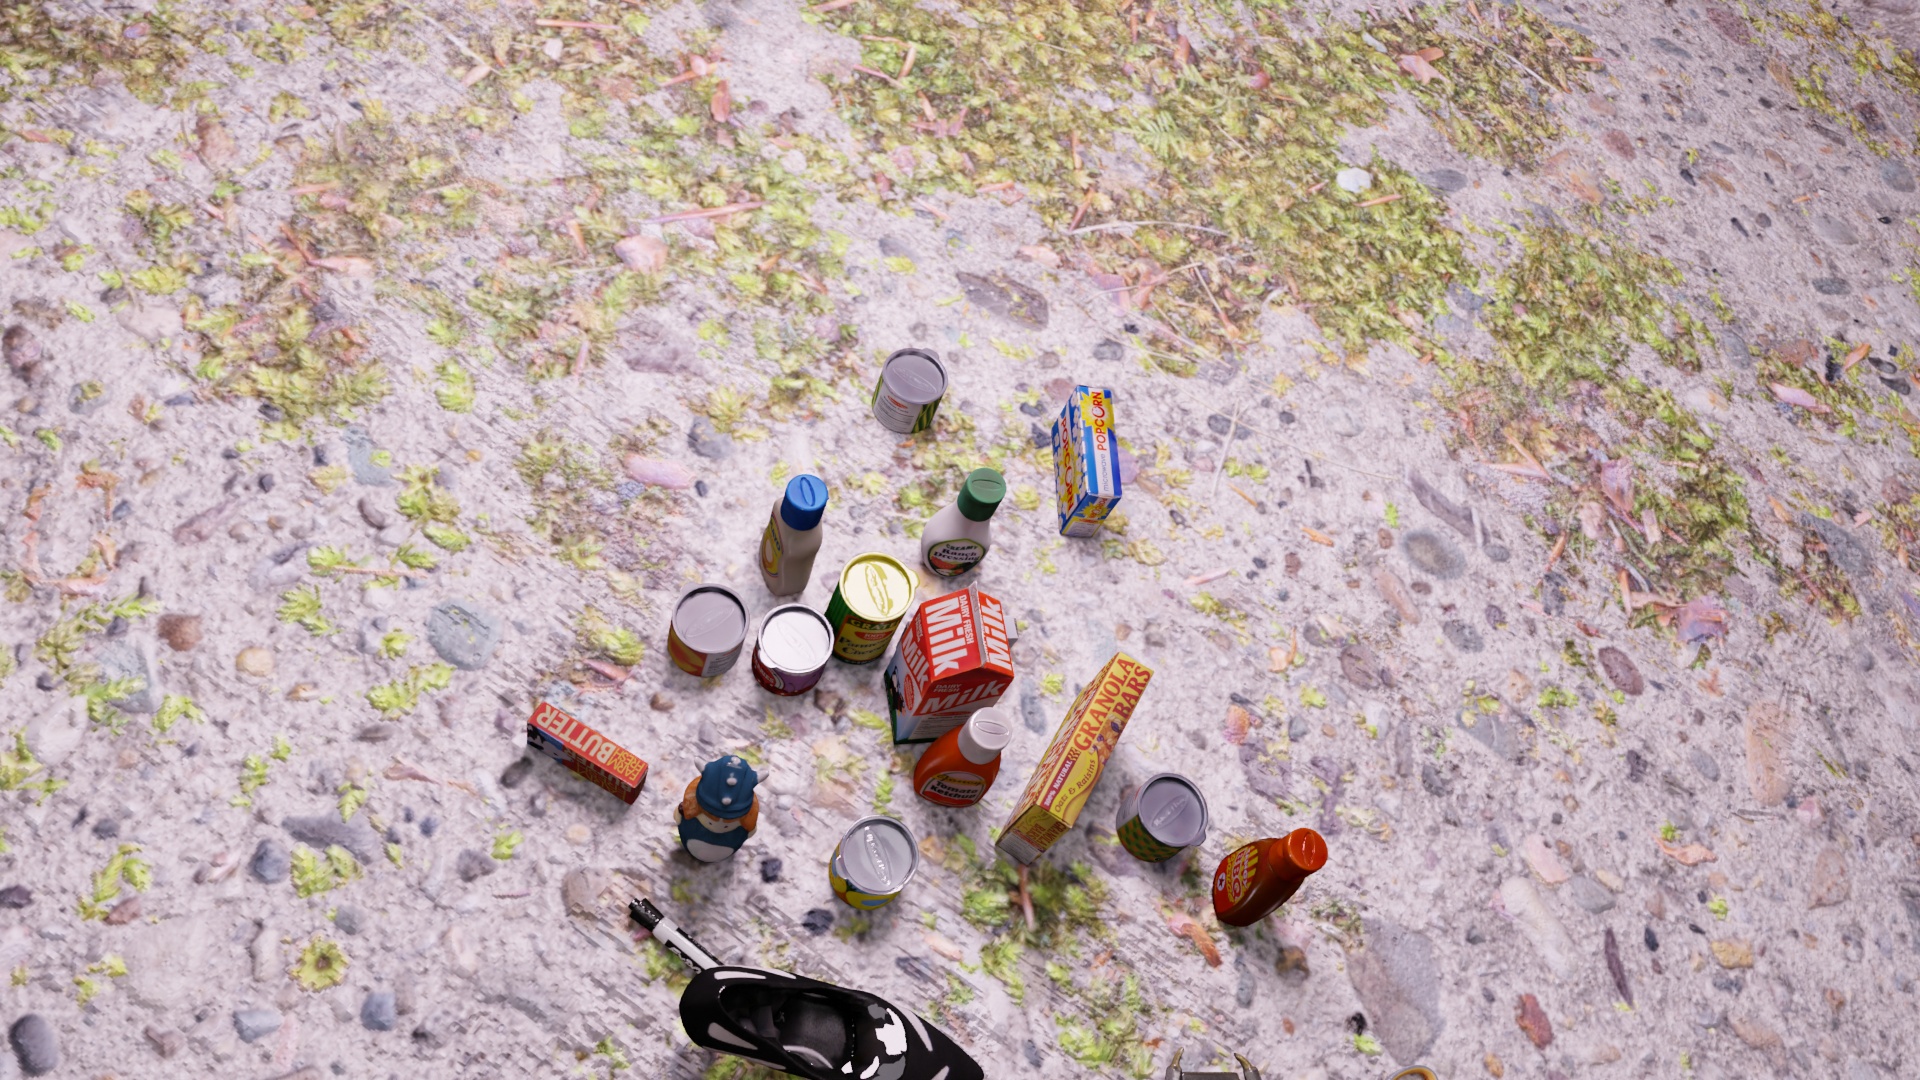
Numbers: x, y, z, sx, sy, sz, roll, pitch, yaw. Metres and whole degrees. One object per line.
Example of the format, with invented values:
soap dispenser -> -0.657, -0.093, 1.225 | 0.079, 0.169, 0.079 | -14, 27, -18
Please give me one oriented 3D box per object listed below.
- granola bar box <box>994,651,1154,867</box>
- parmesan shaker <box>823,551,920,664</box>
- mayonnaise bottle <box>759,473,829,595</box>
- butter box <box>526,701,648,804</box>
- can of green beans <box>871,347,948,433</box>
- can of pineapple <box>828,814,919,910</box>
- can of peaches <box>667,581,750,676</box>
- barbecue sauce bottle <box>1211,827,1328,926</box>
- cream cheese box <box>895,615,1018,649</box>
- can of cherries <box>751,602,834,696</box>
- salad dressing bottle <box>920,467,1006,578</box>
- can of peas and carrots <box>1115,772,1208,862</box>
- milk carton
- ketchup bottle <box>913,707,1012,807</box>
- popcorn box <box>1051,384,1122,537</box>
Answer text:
granola bar box -> 0.097, 0.188, 1.200 | 0.039, 0.123, 0.166 | 32, 58, 2
parmesan shaker -> -0.081, 0.061, 1.229 | 0.071, 0.102, 0.071 | 7, 61, -13
mayonnaise bottle -> -0.146, -0.008, 1.221 | 0.041, 0.147, 0.065 | -11, 66, -21
butter box -> -0.304, 0.174, 1.132 | 0.103, 0.053, 0.024 | 31, 59, 1
can of green beans -> -0.051, -0.148, 1.379 | 0.071, 0.057, 0.071 | 7, 61, -13
can of pineapple -> -0.074, 0.266, 1.146 | 0.071, 0.057, 0.071 | 7, 61, -13
can of peaches -> -0.221, 0.077, 1.206 | 0.071, 0.057, 0.071 | 7, 61, -13
barbecue sauce bottle -> 0.263, 0.282, 1.183 | 0.044, 0.147, 0.065 | 17, 59, -7
cream cheese box -> -0.004, 0.091, 1.265 | 0.104, 0.053, 0.024 | -2, 63, -17
can of cherries -> -0.150, 0.097, 1.216 | 0.071, 0.058, 0.072 | 7, 61, -13
salad dressing bottle -> 0.005, -0.016, 1.271 | 0.064, 0.147, 0.044 | 7, 61, -13
can of peas and carrots -> 0.179, 0.248, 1.230 | 0.071, 0.058, 0.071 | 7, 61, -13
milk carton -> -0.008, 0.106, 1.175 | 0.073, 0.189, 0.072 | -1, 63, -17
ketchup bottle -> 0.006, 0.181, 1.163 | 0.065, 0.148, 0.044 | 14, 60, -9
popcorn box -> 0.124, -0.078, 1.376 | 0.038, 0.084, 0.127 | 5, 61, -14
